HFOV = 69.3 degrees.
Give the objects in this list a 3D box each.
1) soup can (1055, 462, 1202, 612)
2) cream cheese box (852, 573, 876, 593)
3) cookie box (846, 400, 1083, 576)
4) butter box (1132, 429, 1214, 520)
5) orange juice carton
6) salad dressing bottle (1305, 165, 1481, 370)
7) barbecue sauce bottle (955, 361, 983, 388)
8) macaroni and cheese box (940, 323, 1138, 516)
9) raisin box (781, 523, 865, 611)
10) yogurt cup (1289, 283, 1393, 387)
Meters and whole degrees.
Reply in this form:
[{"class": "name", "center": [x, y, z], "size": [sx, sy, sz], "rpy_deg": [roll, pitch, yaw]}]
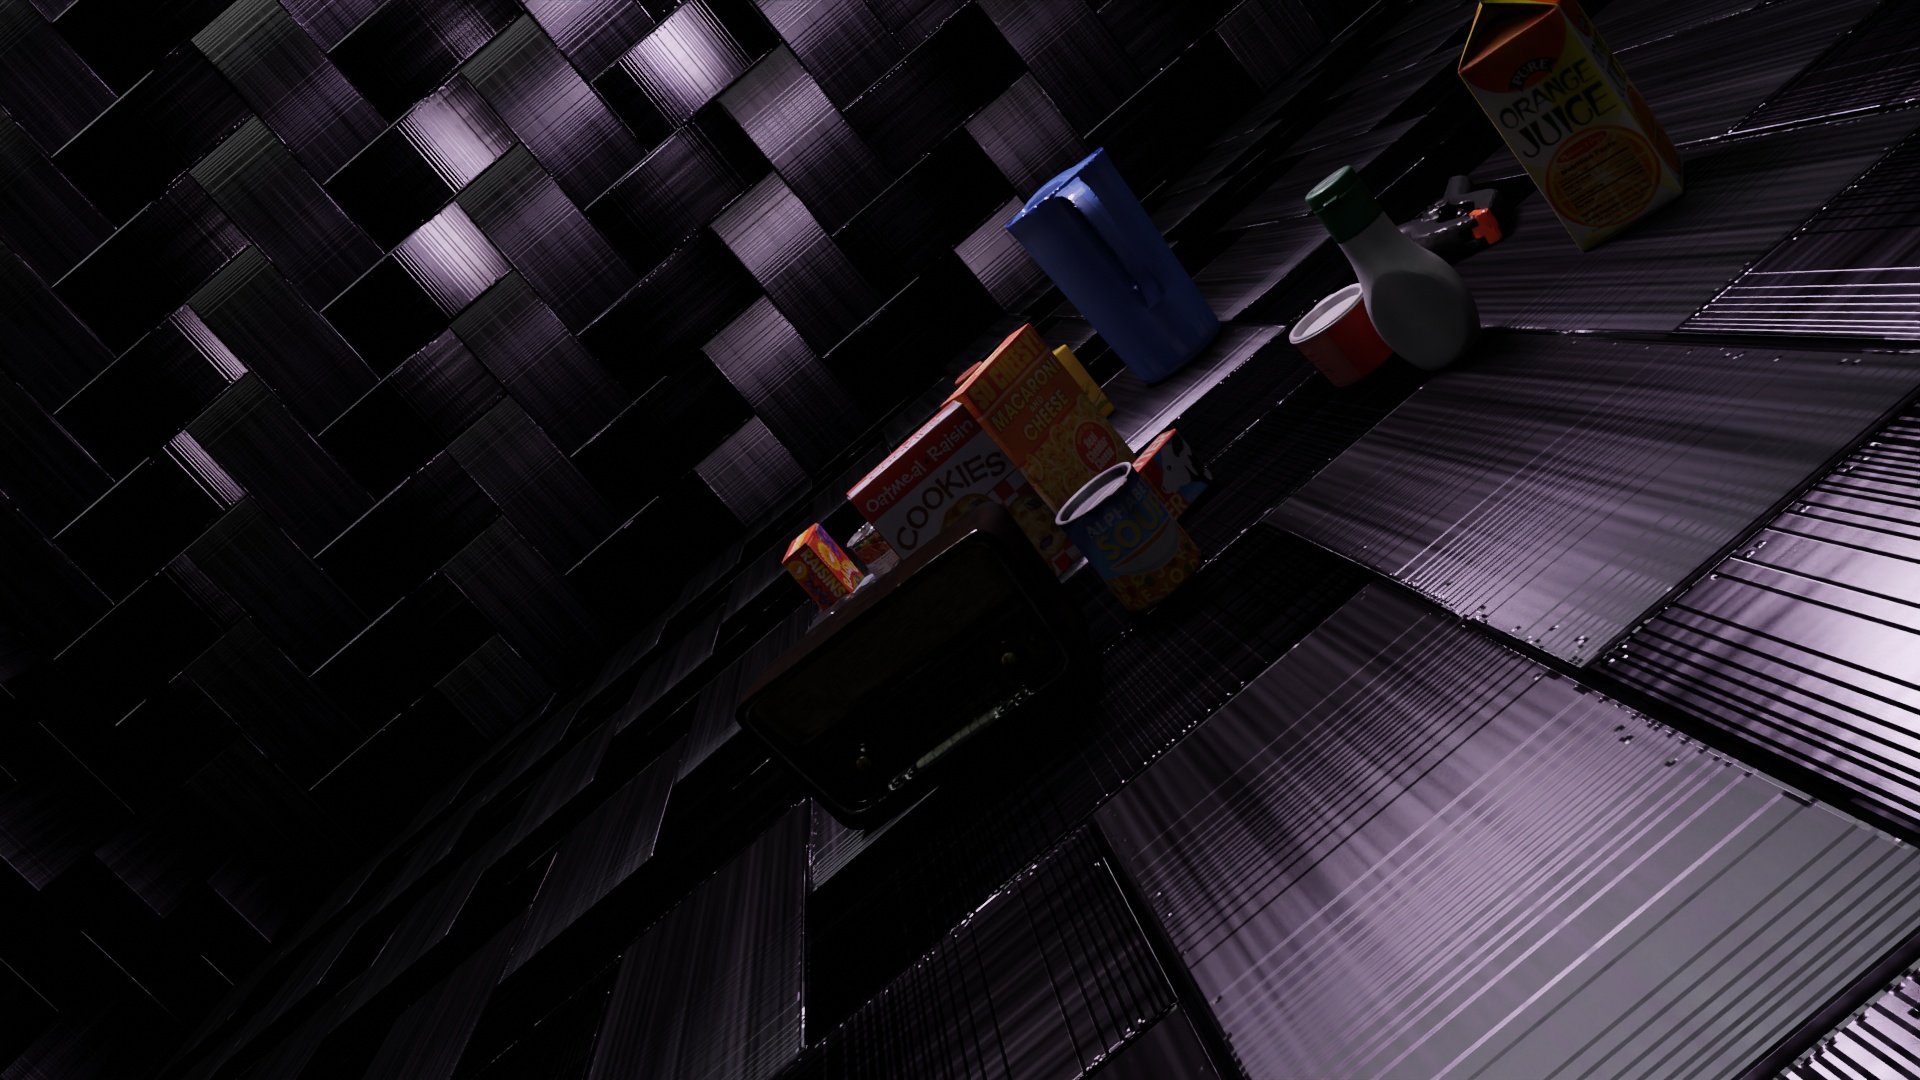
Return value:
[{"class": "soup can", "center": [0.118, -0.002, 0.961], "size": [0.071, 0.083, 0.071], "rpy_deg": [-38, 11, 9]}, {"class": "cream cheese box", "center": [-0.098, 0.081, 1.424], "size": [0.024, 0.053, 0.104], "rpy_deg": [-31, 14, 41]}, {"class": "cookie box", "center": [0.004, -0.015, 1.167], "size": [0.123, 0.167, 0.040], "rpy_deg": [-41, 11, -4]}, {"class": "butter box", "center": [0.146, -0.034, 1.071], "size": [0.104, 0.053, 0.024], "rpy_deg": [-45, 12, -23]}, {"class": "orange juice carton", "center": [0.394, -0.297, 0.921], "size": [0.072, 0.192, 0.072], "rpy_deg": [-32, 14, 38]}, {"class": "salad dressing bottle", "center": [0.291, -0.184, 0.937], "size": [0.064, 0.147, 0.044], "rpy_deg": [-32, 14, 37]}, {"class": "barbecue sauce bottle", "center": [0.055, -0.121, 1.465], "size": [0.065, 0.148, 0.044], "rpy_deg": [-40, 11, 2]}, {"class": "macaroni and cheese box", "center": [0.073, -0.095, 1.258], "size": [0.040, 0.166, 0.124], "rpy_deg": [-28, 16, 49]}, {"class": "raisin box", "center": [-0.134, 0.047, 1.495], "size": [0.040, 0.123, 0.086], "rpy_deg": [-38, 11, 11]}, {"class": "yogurt cup", "center": [0.293, -0.153, 1.055], "size": [0.072, 0.054, 0.072], "rpy_deg": [-38, 11, 9]}]
